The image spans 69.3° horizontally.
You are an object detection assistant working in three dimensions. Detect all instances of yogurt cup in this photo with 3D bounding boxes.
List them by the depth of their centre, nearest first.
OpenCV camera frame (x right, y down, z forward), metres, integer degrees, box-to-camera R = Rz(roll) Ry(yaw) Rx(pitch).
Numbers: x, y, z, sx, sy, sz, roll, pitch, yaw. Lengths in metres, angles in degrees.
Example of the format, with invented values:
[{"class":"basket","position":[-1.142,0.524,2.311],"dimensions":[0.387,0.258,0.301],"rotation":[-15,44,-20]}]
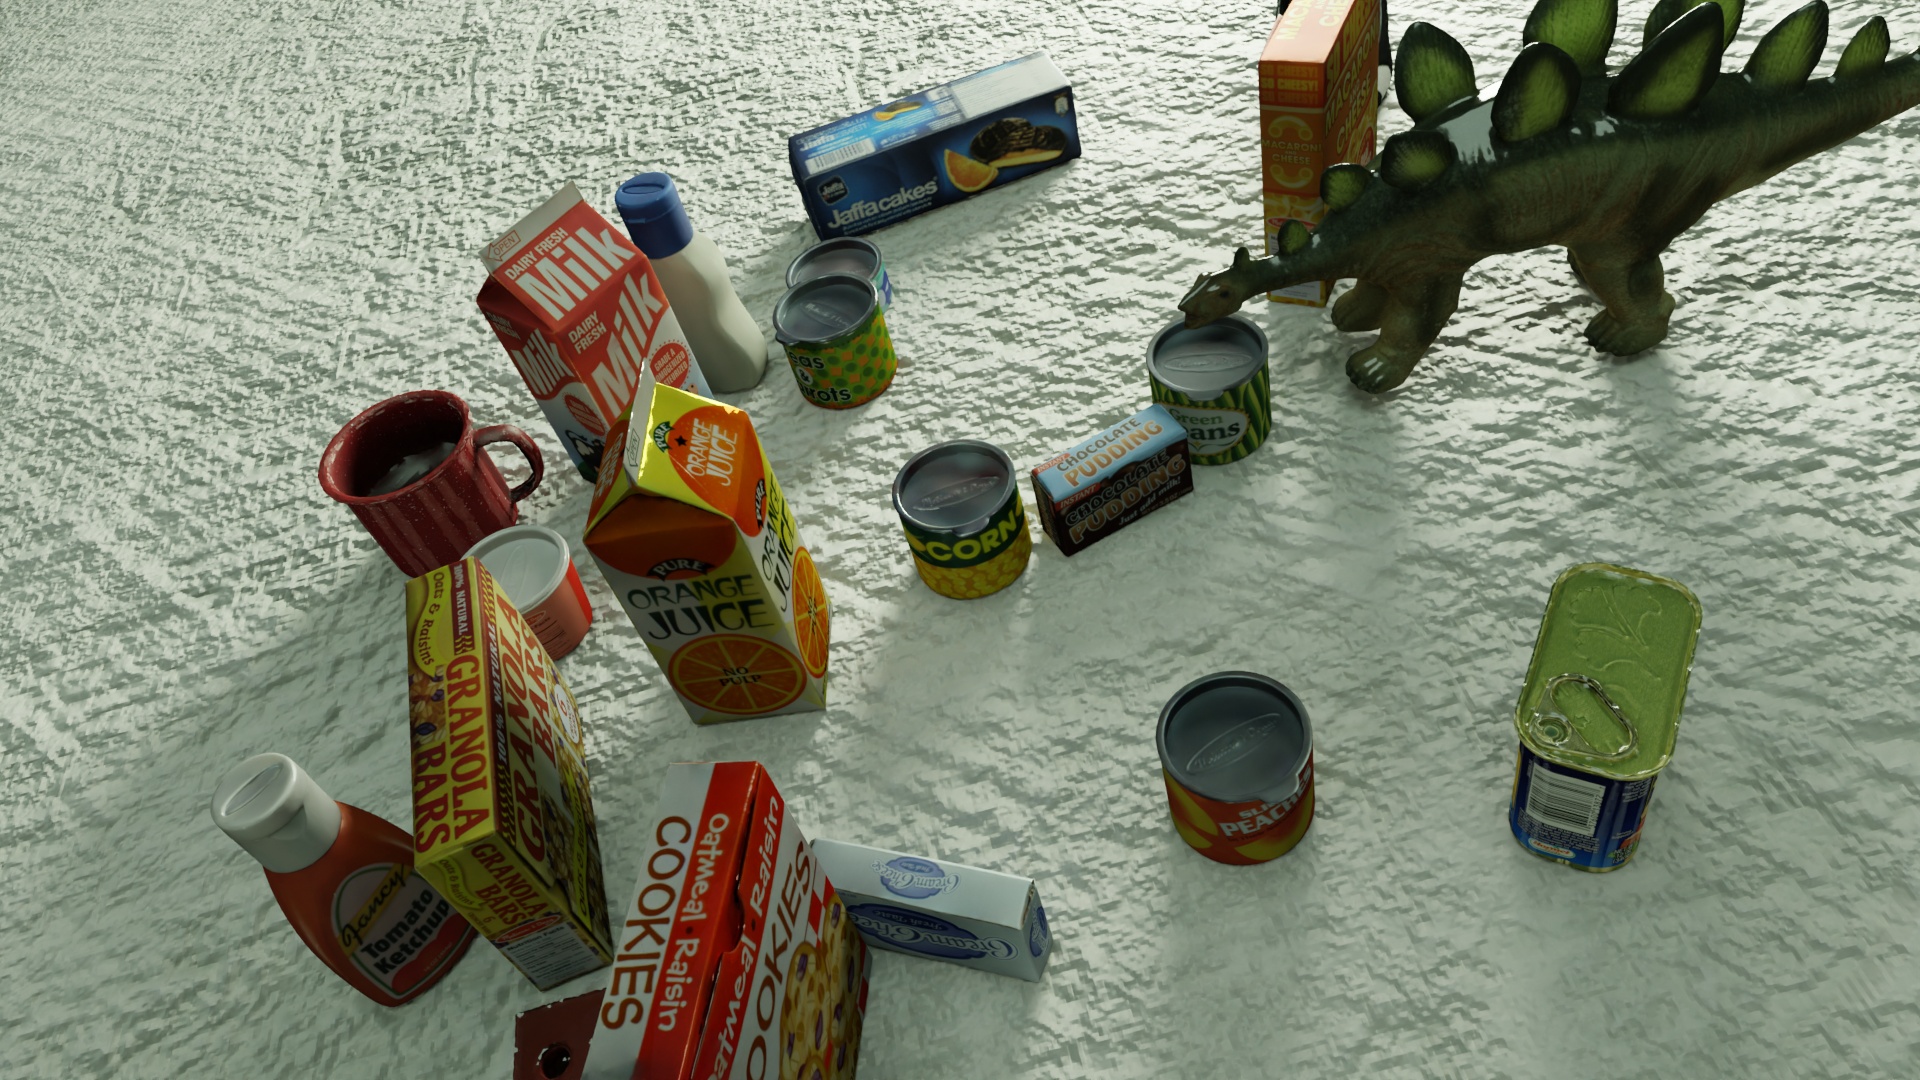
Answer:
[{"class":"yogurt cup","position":[-0.241,0.033,0.773],"dimensions":[0.072,0.053,0.073],"rotation":[-8,48,9]}]

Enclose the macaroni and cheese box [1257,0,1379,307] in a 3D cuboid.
[{"class":"macaroni and cheese box","position":[0.213,-0.242,0.820],"dimensions":[0.040,0.165,0.124],"rotation":[12,53,25]}]

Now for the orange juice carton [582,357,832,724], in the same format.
[{"class":"orange juice carton","position":[-0.123,0.004,0.672],"dimensions":[0.073,0.191,0.072],"rotation":[-8,48,8]}]

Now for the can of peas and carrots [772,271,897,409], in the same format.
[{"class":"can of peas and carrots","position":[-0.079,-0.123,0.866],"dimensions":[0.071,0.058,0.071],"rotation":[-8,48,9]}]

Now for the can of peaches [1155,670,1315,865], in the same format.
[{"class":"can of peaches","position":[0.123,0.102,0.610],"dimensions":[0.071,0.057,0.071],"rotation":[-8,48,9]}]

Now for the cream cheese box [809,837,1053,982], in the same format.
[{"class":"cream cheese box","position":[-0.015,0.159,0.599],"dimensions":[0.104,0.053,0.024],"rotation":[6,51,20]}]

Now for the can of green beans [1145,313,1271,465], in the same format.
[{"class":"can of green beans","position":[0.139,-0.084,0.773],"dimensions":[0.071,0.057,0.071],"rotation":[-8,48,9]}]

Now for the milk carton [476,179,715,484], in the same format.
[{"class":"milk carton","position":[-0.208,-0.110,0.799],"dimensions":[0.073,0.189,0.072],"rotation":[23,58,31]}]

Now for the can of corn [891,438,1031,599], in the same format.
[{"class":"can of corn","position":[0.003,-0.009,0.742],"dimensions":[0.071,0.058,0.071],"rotation":[-8,48,9]}]

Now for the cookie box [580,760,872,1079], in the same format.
[{"class":"cookie box","position":[-0.078,0.178,0.521],"dimensions":[0.040,0.166,0.123],"rotation":[-4,48,12]}]

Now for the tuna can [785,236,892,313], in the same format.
[{"class":"tuna can","position":[-0.080,-0.168,0.924],"dimensions":[0.071,0.032,0.071],"rotation":[-8,48,9]}]

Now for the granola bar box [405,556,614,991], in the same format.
[{"class":"granola bar box","position":[-0.212,0.107,0.651],"dimensions":[0.039,0.123,0.166],"rotation":[-21,47,-3]}]

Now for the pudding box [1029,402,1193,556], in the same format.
[{"class":"pudding box","position":[0.082,-0.033,0.748],"dimensions":[0.084,0.049,0.030],"rotation":[-28,48,-10]}]

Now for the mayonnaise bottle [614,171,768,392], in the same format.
[{"class":"mayonnaise bottle","position":[-0.169,-0.157,0.860],"dimensions":[0.065,0.147,0.041],"rotation":[3,50,18]}]

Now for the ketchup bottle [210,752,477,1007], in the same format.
[{"class":"ketchup bottle","position":[-0.272,0.148,0.613],"dimensions":[0.043,0.148,0.065],"rotation":[25,59,32]}]
